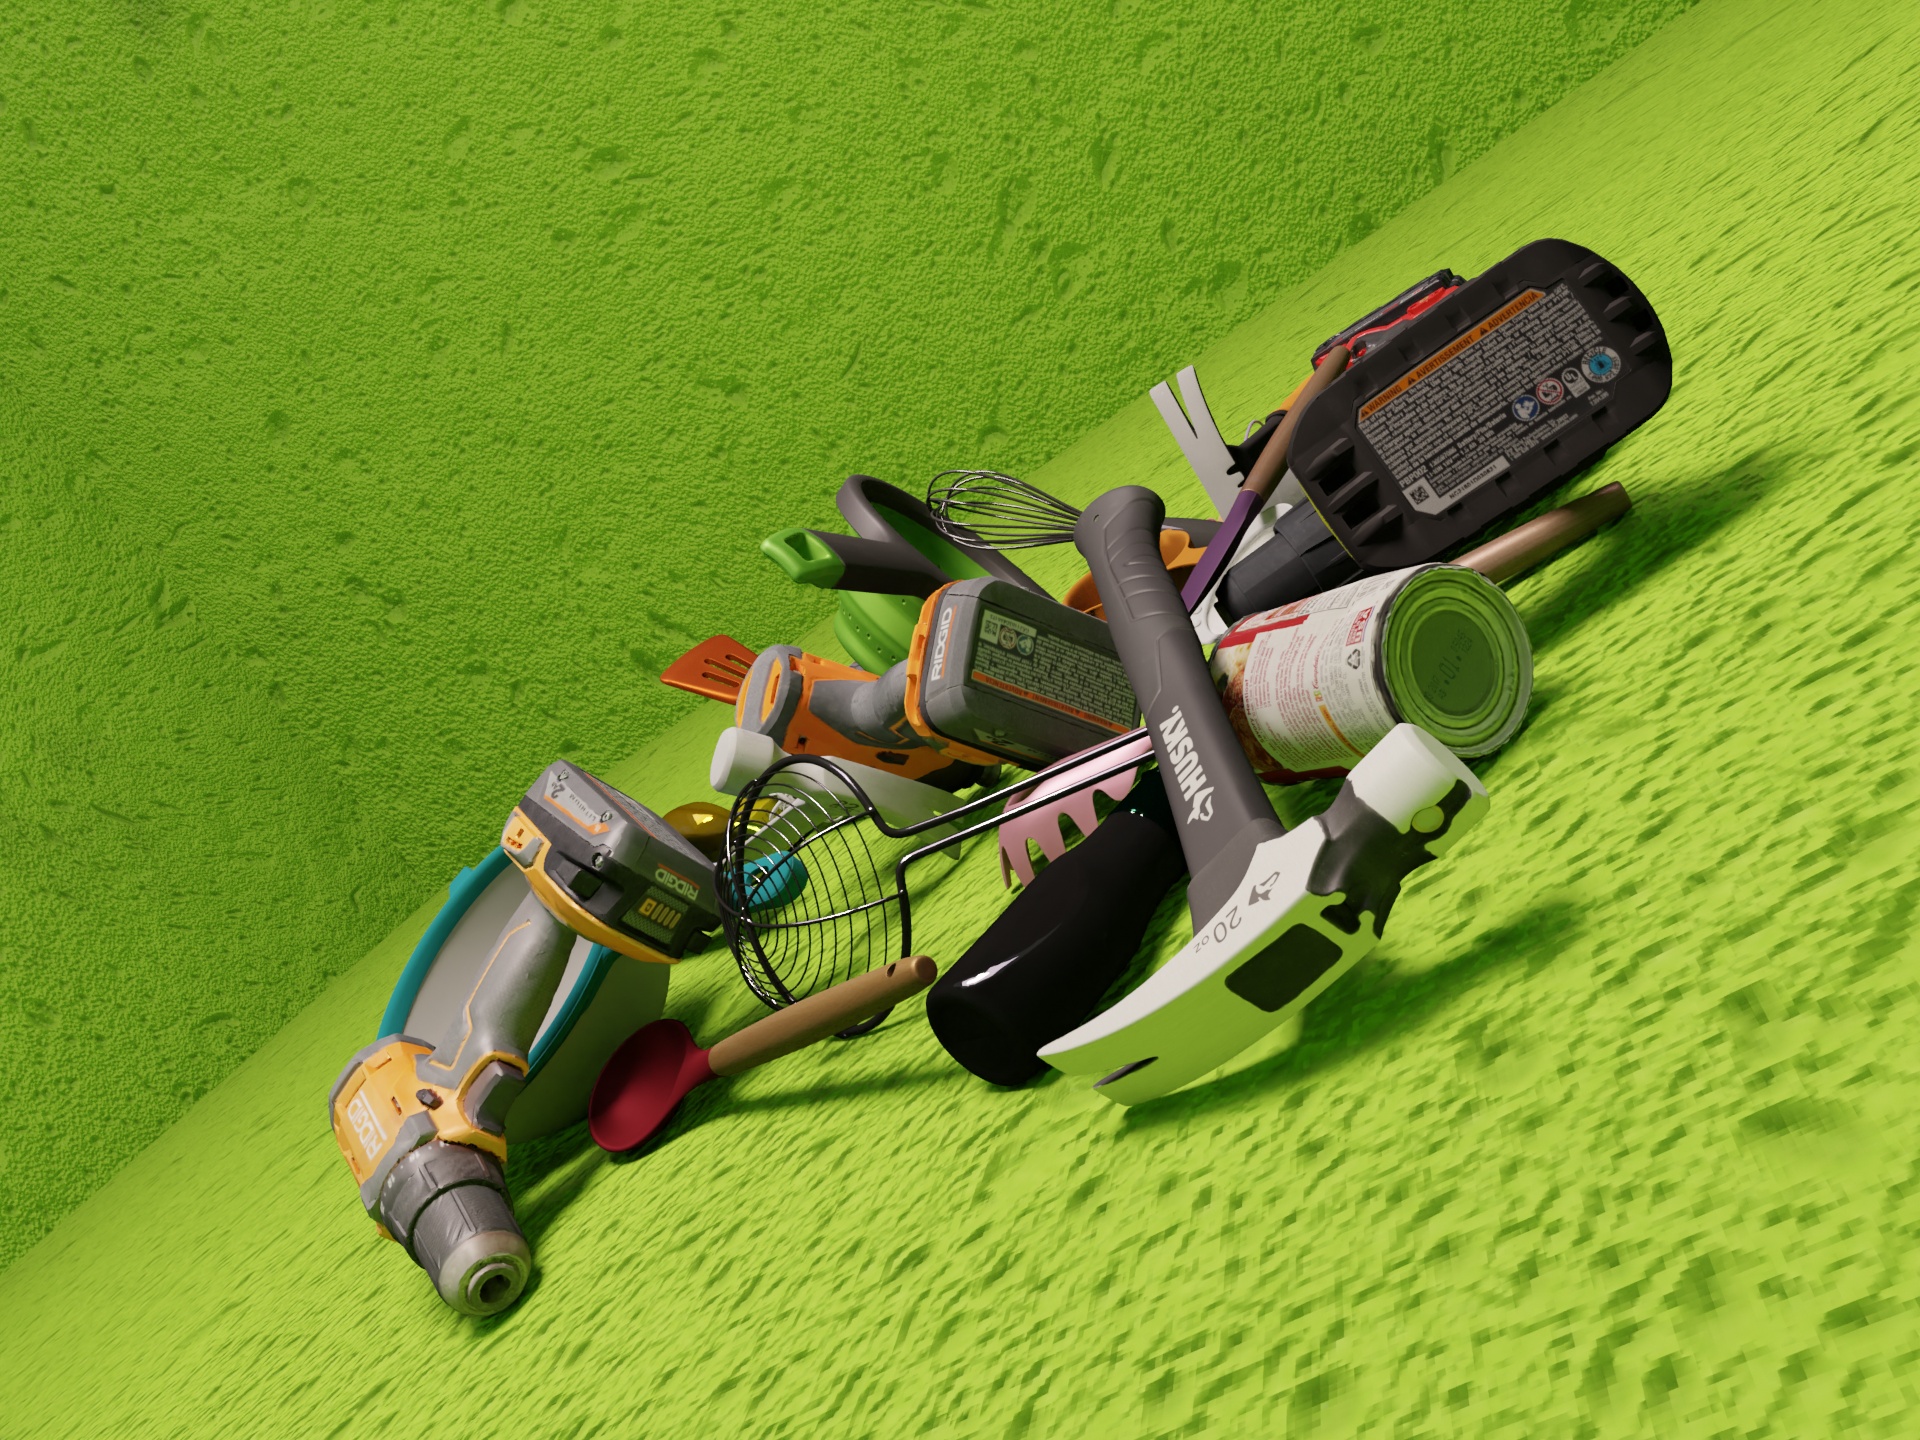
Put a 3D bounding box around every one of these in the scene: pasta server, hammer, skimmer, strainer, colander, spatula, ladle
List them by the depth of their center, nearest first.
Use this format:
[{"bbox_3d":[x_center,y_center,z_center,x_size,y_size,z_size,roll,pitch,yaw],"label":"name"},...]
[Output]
[{"bbox_3d":[0.073,-0.007,0.566,0.146,0.035,0.335,-49,20,20],"label":"hammer"},{"bbox_3d":[0.053,0.026,0.687,0.363,0.127,0.090,-24,-13,9],"label":"skimmer"},{"bbox_3d":[-0.093,0.140,0.687,0.315,0.031,0.069,-33,35,52],"label":"ladle"},{"bbox_3d":[0.144,-0.014,0.698,0.316,0.040,0.060,-29,11,19],"label":"pasta server"},{"bbox_3d":[0.163,-0.129,0.861,0.316,0.018,0.059,-54,-2,-43],"label":"spatula"},{"bbox_3d":[0.113,-0.040,0.880,0.258,0.050,0.087,-37,26,37],"label":"strainer"},{"bbox_3d":[-0.189,0.144,0.889,0.340,0.095,0.211,-21,43,34],"label":"strainer"},{"bbox_3d":[-0.136,0.095,0.979,0.405,0.144,0.035,-36,43,58],"label":"hammer"},{"bbox_3d":[-0.044,-0.063,0.984,0.094,0.204,0.397,-52,-13,14],"label":"colander"},{"bbox_3d":[0.235,-0.222,1.136,0.034,0.127,0.337,-28,7,35],"label":"hammer"},{"bbox_3d":[-0.085,-0.033,1.193,0.323,0.041,0.081,1,30,35],"label":"spatula"}]

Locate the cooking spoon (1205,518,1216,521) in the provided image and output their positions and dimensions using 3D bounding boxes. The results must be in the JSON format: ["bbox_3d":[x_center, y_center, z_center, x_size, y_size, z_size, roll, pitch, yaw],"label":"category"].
[{"bbox_3d":[0.127,-0.085,1.107,0.068,0.017,0.319,-32,10,30],"label":"cooking spoon"}]

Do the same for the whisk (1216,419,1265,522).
[{"bbox_3d":[0.199,-0.148,1.112,0.047,0.051,0.245,-61,-3,37],"label":"whisk"}]

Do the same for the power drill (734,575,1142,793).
[{"bbox_3d":[-0.001,-0.003,0.849,0.226,0.164,0.084,-13,63,56],"label":"power drill"}]

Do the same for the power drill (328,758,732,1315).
[{"bbox_3d":[-0.204,0.149,0.754,0.226,0.084,0.185,-56,37,-4],"label":"power drill"}]

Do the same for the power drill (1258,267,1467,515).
[{"bbox_3d":[0.254,-0.187,0.983,0.143,0.078,0.220,-28,16,39],"label":"power drill"}]

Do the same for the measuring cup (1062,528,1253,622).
[{"bbox_3d":[0.138,-0.073,0.935,0.174,0.052,0.095,-6,31,51],"label":"measuring cup"}]

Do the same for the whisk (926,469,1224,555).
[{"bbox_3d":[0.087,-0.127,1.025,0.239,0.055,0.055,10,31,20],"label":"whisk"}]

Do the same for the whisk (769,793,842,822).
[{"bbox_3d":[-0.056,0.026,1.027,0.057,0.059,0.246,-58,-15,20],"label":"whisk"}]

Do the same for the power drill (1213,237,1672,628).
[{"bbox_3d":[0.193,-0.103,0.679,0.190,0.080,0.228,-34,-7,7],"label":"power drill"}]
